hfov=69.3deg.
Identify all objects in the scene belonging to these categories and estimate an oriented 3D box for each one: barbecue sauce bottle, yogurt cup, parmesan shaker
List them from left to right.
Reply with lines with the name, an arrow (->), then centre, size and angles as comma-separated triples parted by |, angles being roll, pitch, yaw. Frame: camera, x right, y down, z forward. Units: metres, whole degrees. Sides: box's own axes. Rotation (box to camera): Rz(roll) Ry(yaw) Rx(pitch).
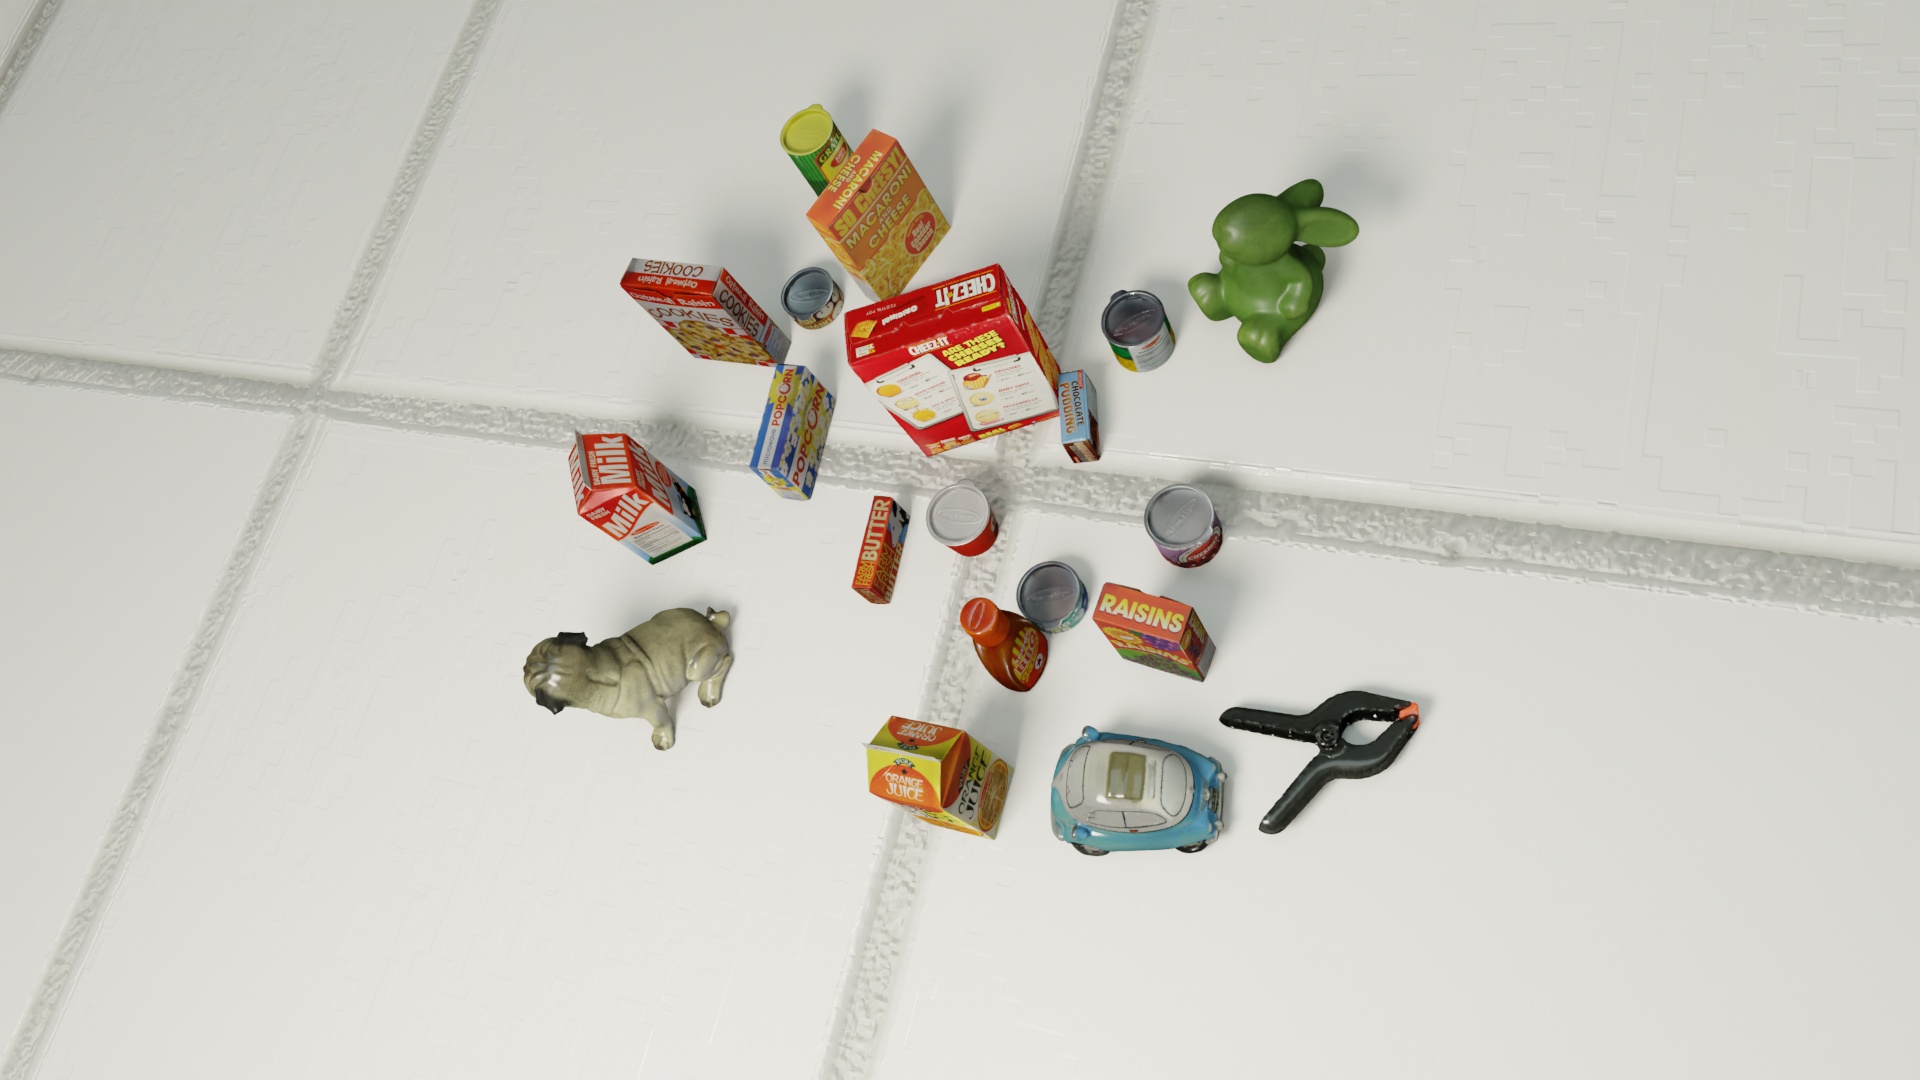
parmesan shaker -> -0.159, -0.452, 1.633 | 0.071, 0.103, 0.071 | -8, 66, 18
yogurt cup -> 0.005, -0.018, 1.413 | 0.072, 0.054, 0.072 | -8, 66, 18
barbecue sauce bottle -> 0.039, 0.093, 1.298 | 0.044, 0.148, 0.065 | 14, 74, 25

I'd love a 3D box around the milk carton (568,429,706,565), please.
milk carton -> -0.354, -0.050, 1.483 | 0.073, 0.190, 0.072 | -24, 62, 10

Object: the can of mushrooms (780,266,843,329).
can of mushrooms -> -0.171, -0.277, 1.602 | 0.071, 0.033, 0.071 | -8, 66, 18

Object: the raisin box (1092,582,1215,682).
raisin box -> 0.178, 0.084, 1.264 | 0.086, 0.123, 0.040 | 16, 75, 26

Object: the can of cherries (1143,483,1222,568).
can of cherries -> 0.216, -0.011, 1.328 | 0.071, 0.058, 0.072 | -8, 66, 18

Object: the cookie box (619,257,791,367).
cookie box -> -0.283, -0.253, 1.557 | 0.123, 0.167, 0.040 | 10, 72, 24

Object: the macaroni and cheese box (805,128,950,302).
macaroni and cheese box -> -0.086, -0.350, 1.525 | 0.040, 0.166, 0.124 | 32, 82, 29

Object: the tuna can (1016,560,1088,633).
tuna can -> 0.091, 0.058, 1.360 | 0.071, 0.032, 0.071 | -8, 66, 18

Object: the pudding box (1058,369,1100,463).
pudding box -> 0.121, -0.126, 1.418 | 0.030, 0.049, 0.084 | -9, 65, 17

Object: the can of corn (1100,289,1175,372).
can of corn -> 0.182, -0.216, 1.429 | 0.071, 0.058, 0.071 | -8, 66, 18

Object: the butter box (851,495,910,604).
butter box -> -0.081, 0.010, 1.434 | 0.024, 0.053, 0.104 | 5, 70, 23

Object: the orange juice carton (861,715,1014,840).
orange juice carton -> -0.021, 0.210, 1.245 | 0.072, 0.192, 0.073 | 9, 72, 24

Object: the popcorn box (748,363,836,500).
popcorn box -> -0.181, -0.117, 1.507 | 0.038, 0.085, 0.127 | 4, 70, 22
